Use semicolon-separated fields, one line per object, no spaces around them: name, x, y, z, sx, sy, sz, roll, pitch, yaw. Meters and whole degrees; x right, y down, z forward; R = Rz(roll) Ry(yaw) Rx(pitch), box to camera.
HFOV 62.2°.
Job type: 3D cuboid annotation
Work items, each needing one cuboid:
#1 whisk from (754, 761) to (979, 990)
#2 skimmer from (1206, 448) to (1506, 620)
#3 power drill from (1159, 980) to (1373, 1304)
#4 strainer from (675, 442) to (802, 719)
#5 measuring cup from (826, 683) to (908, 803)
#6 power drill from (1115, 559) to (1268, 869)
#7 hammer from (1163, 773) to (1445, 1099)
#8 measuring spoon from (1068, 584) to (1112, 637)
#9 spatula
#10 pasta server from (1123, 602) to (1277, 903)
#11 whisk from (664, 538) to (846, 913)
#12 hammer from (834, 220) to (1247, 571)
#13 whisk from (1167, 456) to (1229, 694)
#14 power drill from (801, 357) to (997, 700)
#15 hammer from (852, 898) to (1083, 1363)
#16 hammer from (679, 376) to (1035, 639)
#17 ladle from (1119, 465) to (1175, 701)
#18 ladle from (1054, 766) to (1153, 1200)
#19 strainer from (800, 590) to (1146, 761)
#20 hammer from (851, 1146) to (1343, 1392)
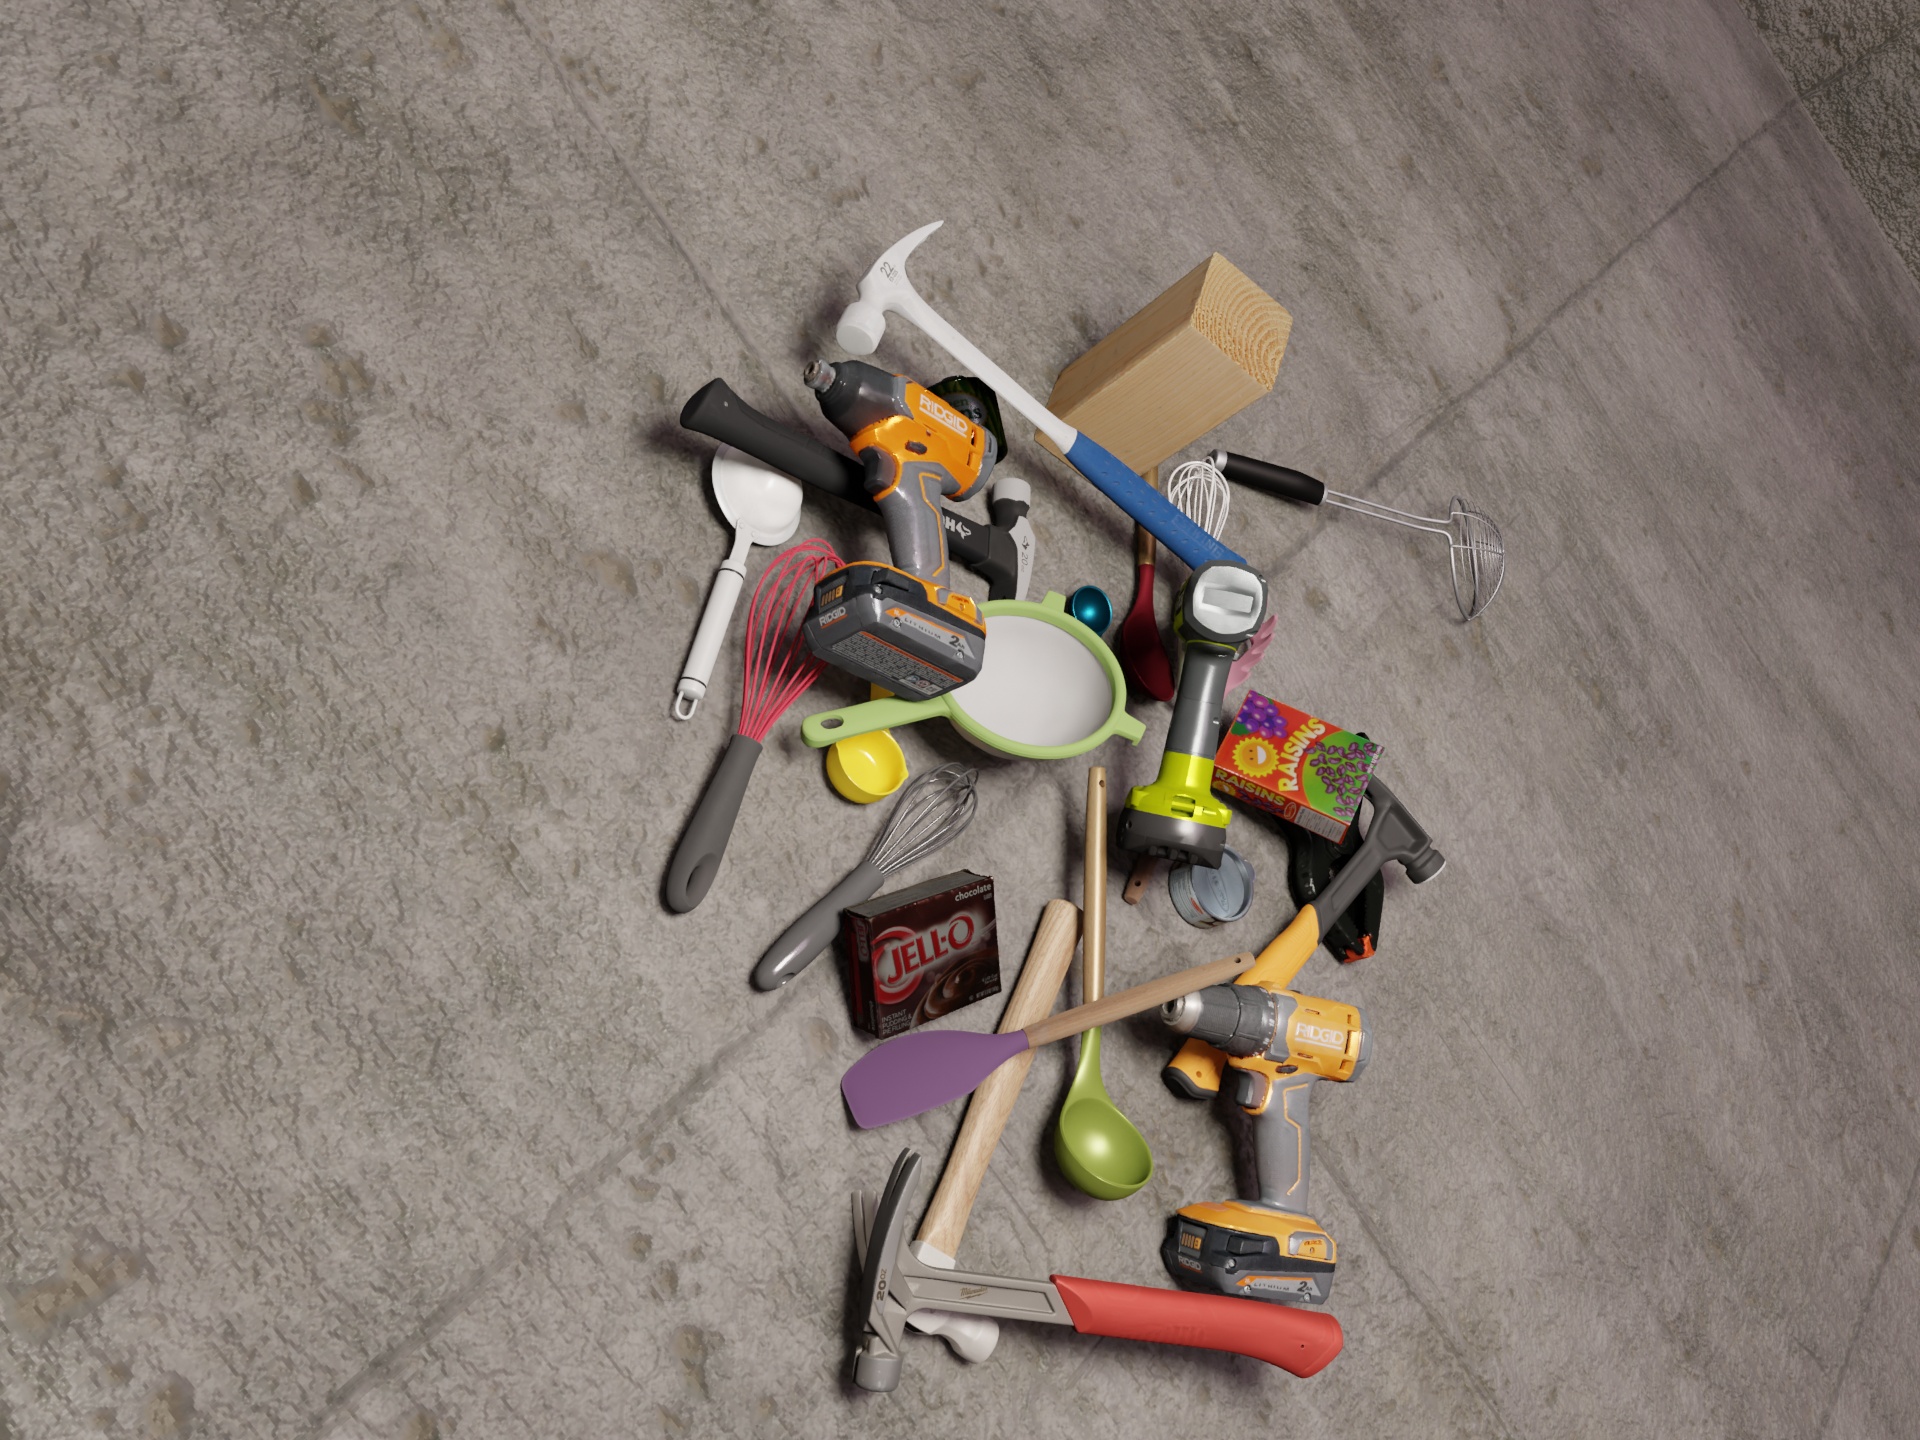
whisk;-0.063;0.109;1.131;0.055;0.055;0.239;51;57;-8
skimmer;0.389;-0.193;1.558;0.363;0.090;0.127;13;68;-19
power drill;0.215;0.308;1.195;0.185;0.084;0.226;18;78;-28
strainer;-0.160;-0.114;1.152;0.086;0.050;0.259;35;59;-37
measuring cup;-0.067;-0.006;1.189;0.062;0.029;0.157;26;49;-24
power drill;0.181;-0.006;1.241;0.080;0.190;0.228;12;88;3
hammer;0.272;0.178;1.309;0.127;0.034;0.337;49;62;-4
measuring spoon;0.103;-0.048;1.323;0.042;0.021;0.129;9;77;-32
spatula;0.068;0.216;1.127;0.316;0.018;0.060;-16;52;-16
pasta server;0.198;0.019;1.345;0.060;0.040;0.316;20;59;12
whisk;-0.141;-0.001;1.110;0.073;0.073;0.296;30;65;-22
hammer;0.083;-0.236;1.281;0.405;0.035;0.144;36;56;-22
whisk;0.205;-0.124;1.387;0.057;0.059;0.246;12;64;-12
power drill;-0.051;-0.145;1.123;0.164;0.084;0.227;25;56;-38
hammer;0.021;0.270;1.136;0.130;0.031;0.331;37;56;-18
hammer;-0.068;-0.167;1.194;0.334;0.035;0.146;21;63;-41
ladle;0.163;-0.157;1.393;0.069;0.031;0.316;29;56;-42
ladle;0.106;0.188;1.175;0.078;0.062;0.320;14;70;-33
strainer;-0.002;-0.004;1.181;0.256;0.069;0.152;-14;57;-24
hammer;0.105;0.390;1.078;0.359;0.037;0.149;15;83;-21
